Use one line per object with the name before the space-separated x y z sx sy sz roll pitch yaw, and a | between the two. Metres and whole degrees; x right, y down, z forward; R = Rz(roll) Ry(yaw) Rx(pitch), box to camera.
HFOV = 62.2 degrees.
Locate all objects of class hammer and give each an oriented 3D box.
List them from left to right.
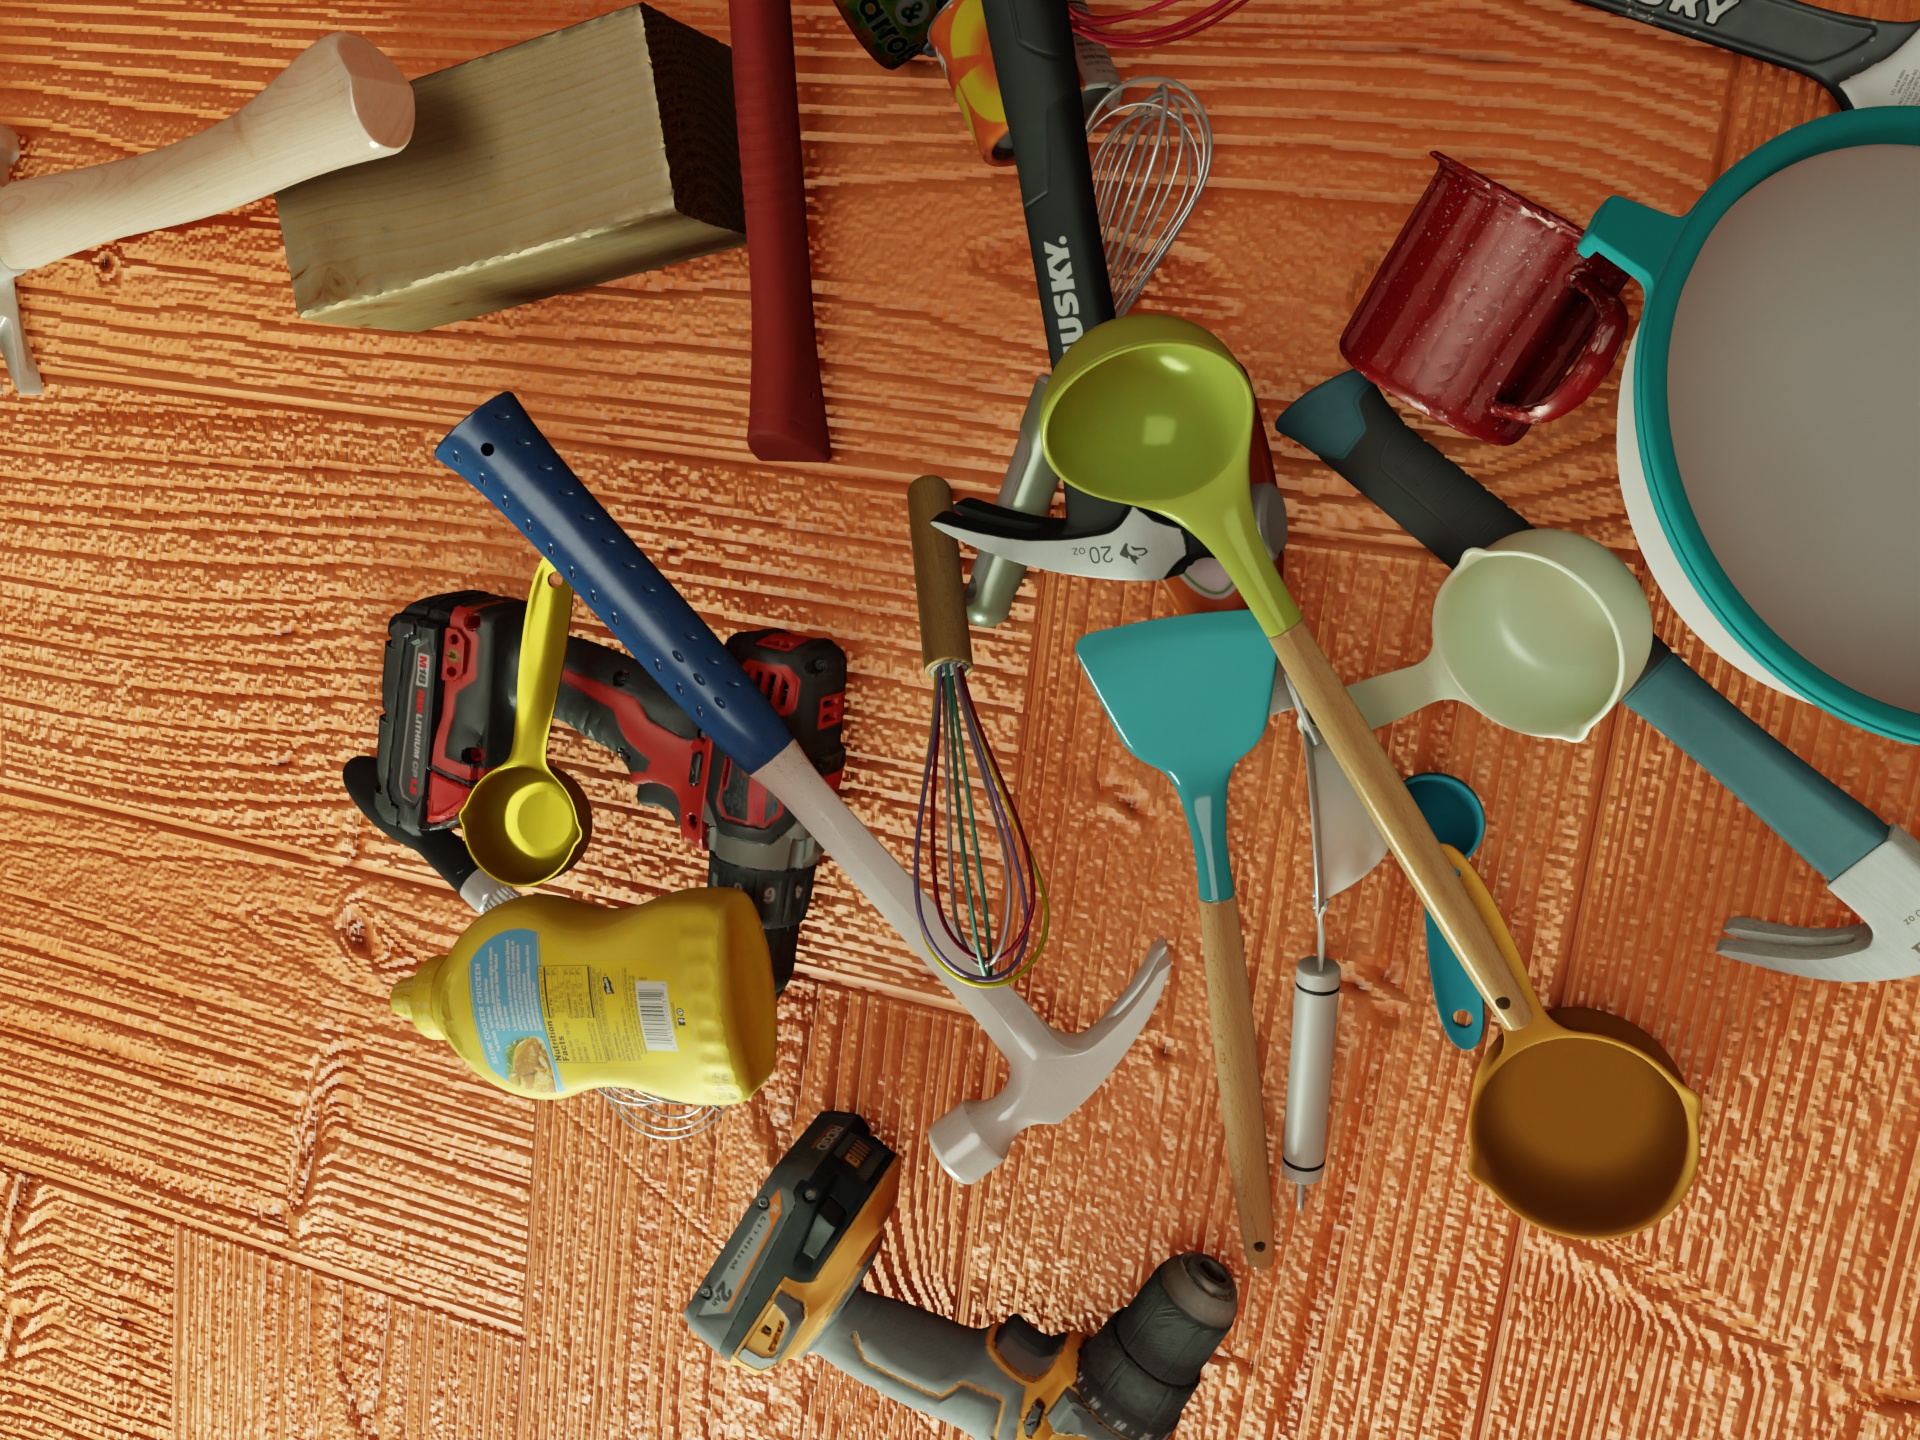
hammer | -0.392 -0.247 0.771 0.411 0.038 0.146 4 101 39
hammer | -0.082 -0.293 0.695 0.037 0.149 0.359 5 111 19
hammer | -0.072 0.020 0.704 0.144 0.035 0.405 -40 99 9
hammer | 0.030 -0.214 0.608 0.146 0.035 0.334 -1 113 30
hammer | 0.187 -0.317 0.620 0.409 0.036 0.149 27 105 14
hammer | 0.261 -0.028 0.628 0.331 0.033 0.128 44 127 13

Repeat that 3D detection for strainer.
strainer | 0.156 0.102 0.683 0.050 0.087 0.258 3 111 10
strainer | 0.325 -0.029 0.542 0.211 0.095 0.340 -15 86 -10

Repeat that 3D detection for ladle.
ladle | 0.133 -0.008 0.597 0.078 0.062 0.320 -28 100 28

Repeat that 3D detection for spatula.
spatula | 0.113 0.104 0.689 0.082 0.044 0.317 -7 105 8

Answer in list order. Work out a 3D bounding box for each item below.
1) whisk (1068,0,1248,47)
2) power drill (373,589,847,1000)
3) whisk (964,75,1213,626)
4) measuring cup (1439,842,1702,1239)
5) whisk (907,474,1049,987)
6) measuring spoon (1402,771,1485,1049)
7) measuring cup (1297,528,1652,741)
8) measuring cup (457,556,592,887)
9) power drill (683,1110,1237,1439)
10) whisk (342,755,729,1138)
whisk | 0.161 -0.333 0.582 0.296 0.073 0.073 -23 90 15
power drill | -0.168 0.035 0.783 0.227 0.080 0.188 12 102 15
whisk | 0.047 -0.153 0.691 0.059 0.058 0.246 13 110 -19
measuring cup | 0.239 0.126 0.663 0.095 0.052 0.173 -27 87 21
whisk | 0.001 -0.002 0.679 0.047 0.051 0.245 -16 60 17
measuring spoon | 0.211 0.081 0.687 0.042 0.021 0.128 -6 106 25
measuring cup | 0.199 -0.024 0.635 0.083 0.038 0.167 59 148 -2
measuring cup | -0.191 -0.001 0.737 0.062 0.029 0.156 8 90 11
power drill | 0.004 0.282 0.757 0.226 0.084 0.185 34 107 7
whisk | -0.223 0.108 0.825 0.285 0.070 0.070 39 109 15
